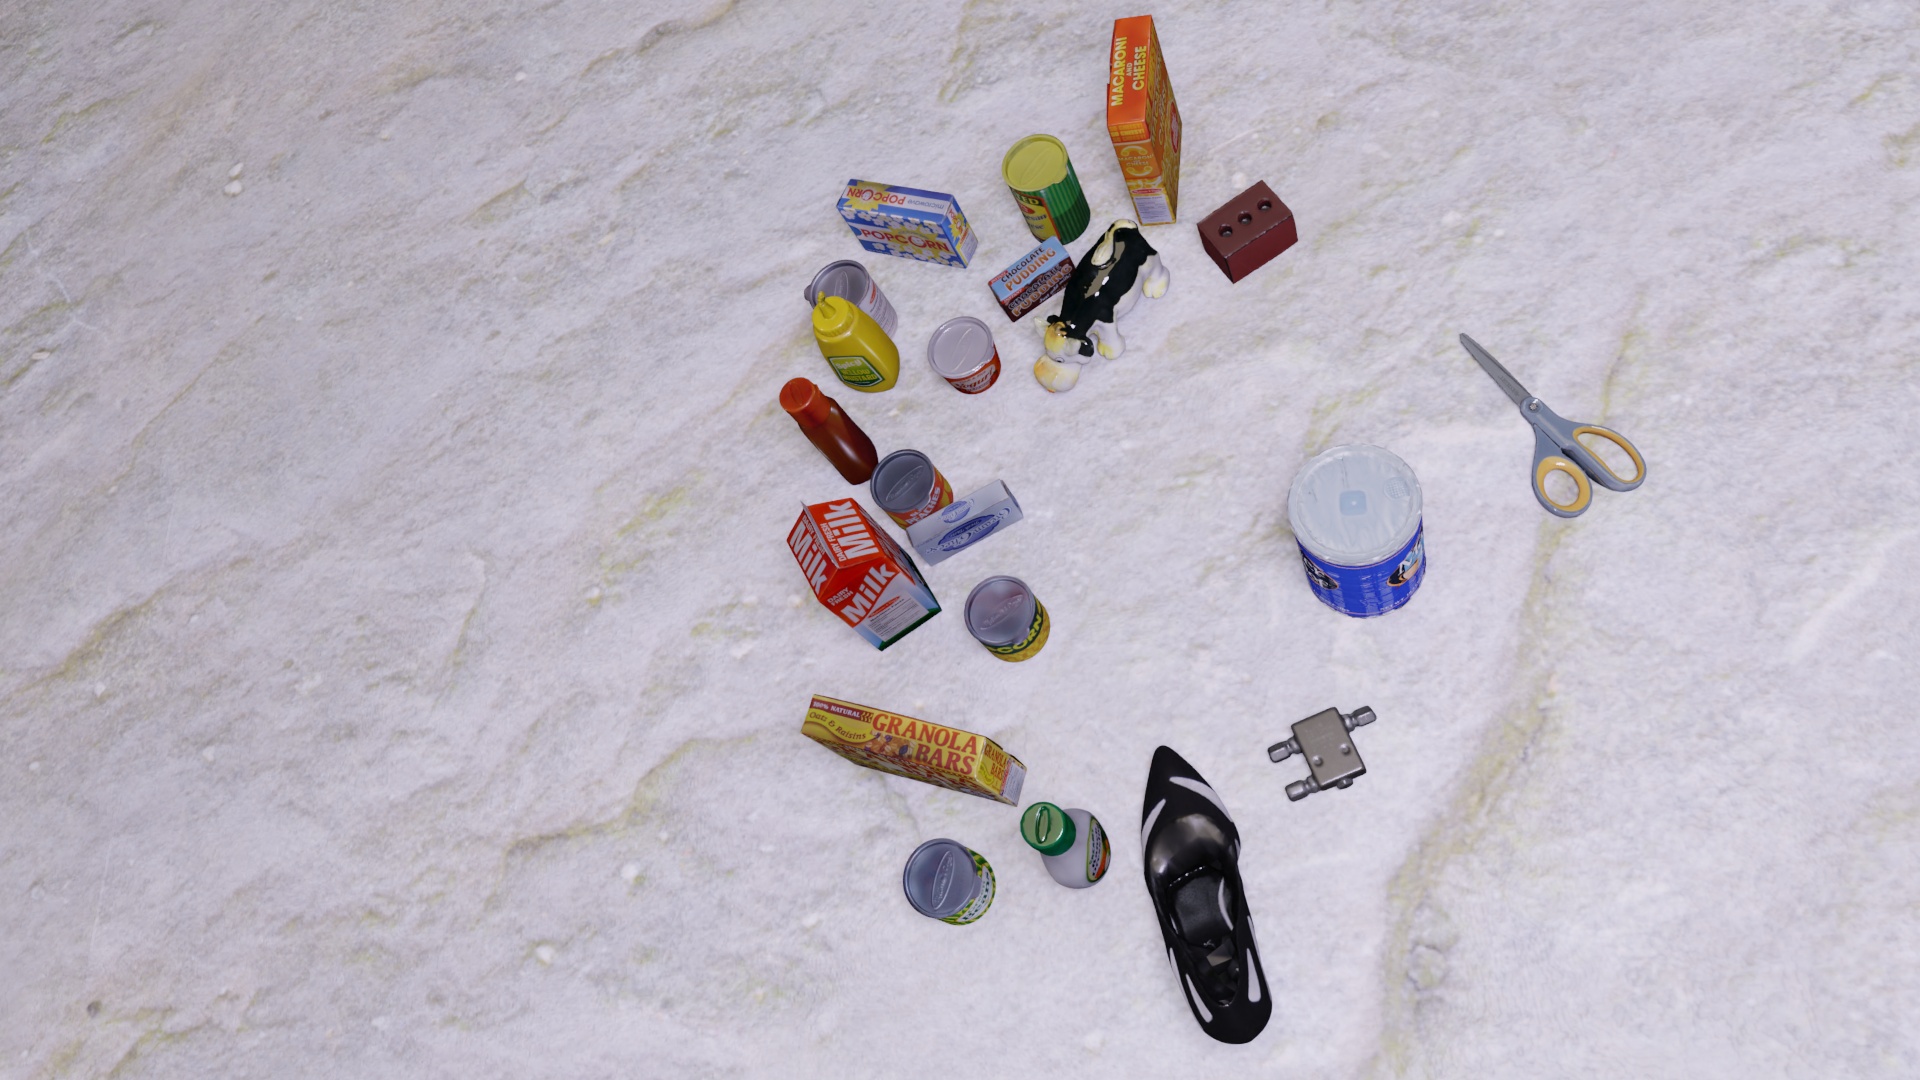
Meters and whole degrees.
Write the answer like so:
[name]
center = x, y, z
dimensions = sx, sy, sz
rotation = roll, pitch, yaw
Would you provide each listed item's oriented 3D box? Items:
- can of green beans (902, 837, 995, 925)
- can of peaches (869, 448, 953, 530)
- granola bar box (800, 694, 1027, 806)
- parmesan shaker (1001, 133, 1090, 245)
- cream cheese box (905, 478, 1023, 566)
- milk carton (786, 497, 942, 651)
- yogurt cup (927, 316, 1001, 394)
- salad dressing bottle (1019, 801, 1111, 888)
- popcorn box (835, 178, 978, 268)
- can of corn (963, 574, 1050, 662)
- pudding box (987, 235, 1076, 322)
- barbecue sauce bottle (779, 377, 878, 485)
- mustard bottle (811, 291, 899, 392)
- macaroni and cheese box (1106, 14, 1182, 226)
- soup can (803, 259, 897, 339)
[can of green beans]
center = -0.008, 0.292, 1.183
dimensions = 0.071, 0.057, 0.071
rotation = -7, 67, 17
[can of peaches]
center = -0.045, -0.045, 1.336
dimensions = 0.071, 0.058, 0.071
rotation = -7, 67, 17
[granola bar box]
center = -0.038, 0.181, 1.202
dimensions = 0.165, 0.124, 0.039
rotation = 11, 73, 23
[parmesan shaker]
center = 0.089, -0.347, 1.389
dimensions = 0.071, 0.103, 0.071
rotation = -7, 67, 17
[cream cheese box]
center = 0.005, -0.016, 1.309
dimensions = 0.104, 0.053, 0.024
rotation = -28, 62, 7
[milk carton]
center = -0.092, 0.026, 1.248
dimensions = 0.073, 0.190, 0.072
rotation = -34, 62, 4
[yogurt cup]
center = 0.007, -0.180, 1.376
dimensions = 0.072, 0.054, 0.072
rotation = -7, 67, 17
[salad dressing bottle]
center = 0.085, 0.243, 1.120
dimensions = 0.044, 0.147, 0.064
rotation = 0, 69, 20
[popcorn box]
center = -0.054, -0.329, 1.442
dimensions = 0.127, 0.085, 0.038
rotation = 15, 75, 24
[can of corn]
center = 0.045, 0.073, 1.255
dimensions = 0.071, 0.058, 0.071
rotation = -7, 67, 17
[pudding box]
center = 0.073, -0.262, 1.389
dimensions = 0.083, 0.049, 0.030
rotation = -34, 62, 3
[barbecue sauce bottle]
center = -0.127, -0.109, 1.340
dimensions = 0.043, 0.148, 0.065
rotation = -28, 62, 7
[mustard bottle]
center = -0.111, -0.198, 1.365
dimensions = 0.065, 0.160, 0.049
rotation = -1, 69, 19
[macaroni and cheese box]
center = 0.179, -0.402, 1.344
dimensions = 0.040, 0.166, 0.124
rotation = -1, 68, 19
[soup can]
center = -0.111, -0.238, 1.425
dimensions = 0.071, 0.083, 0.071
rotation = -7, 67, 17
